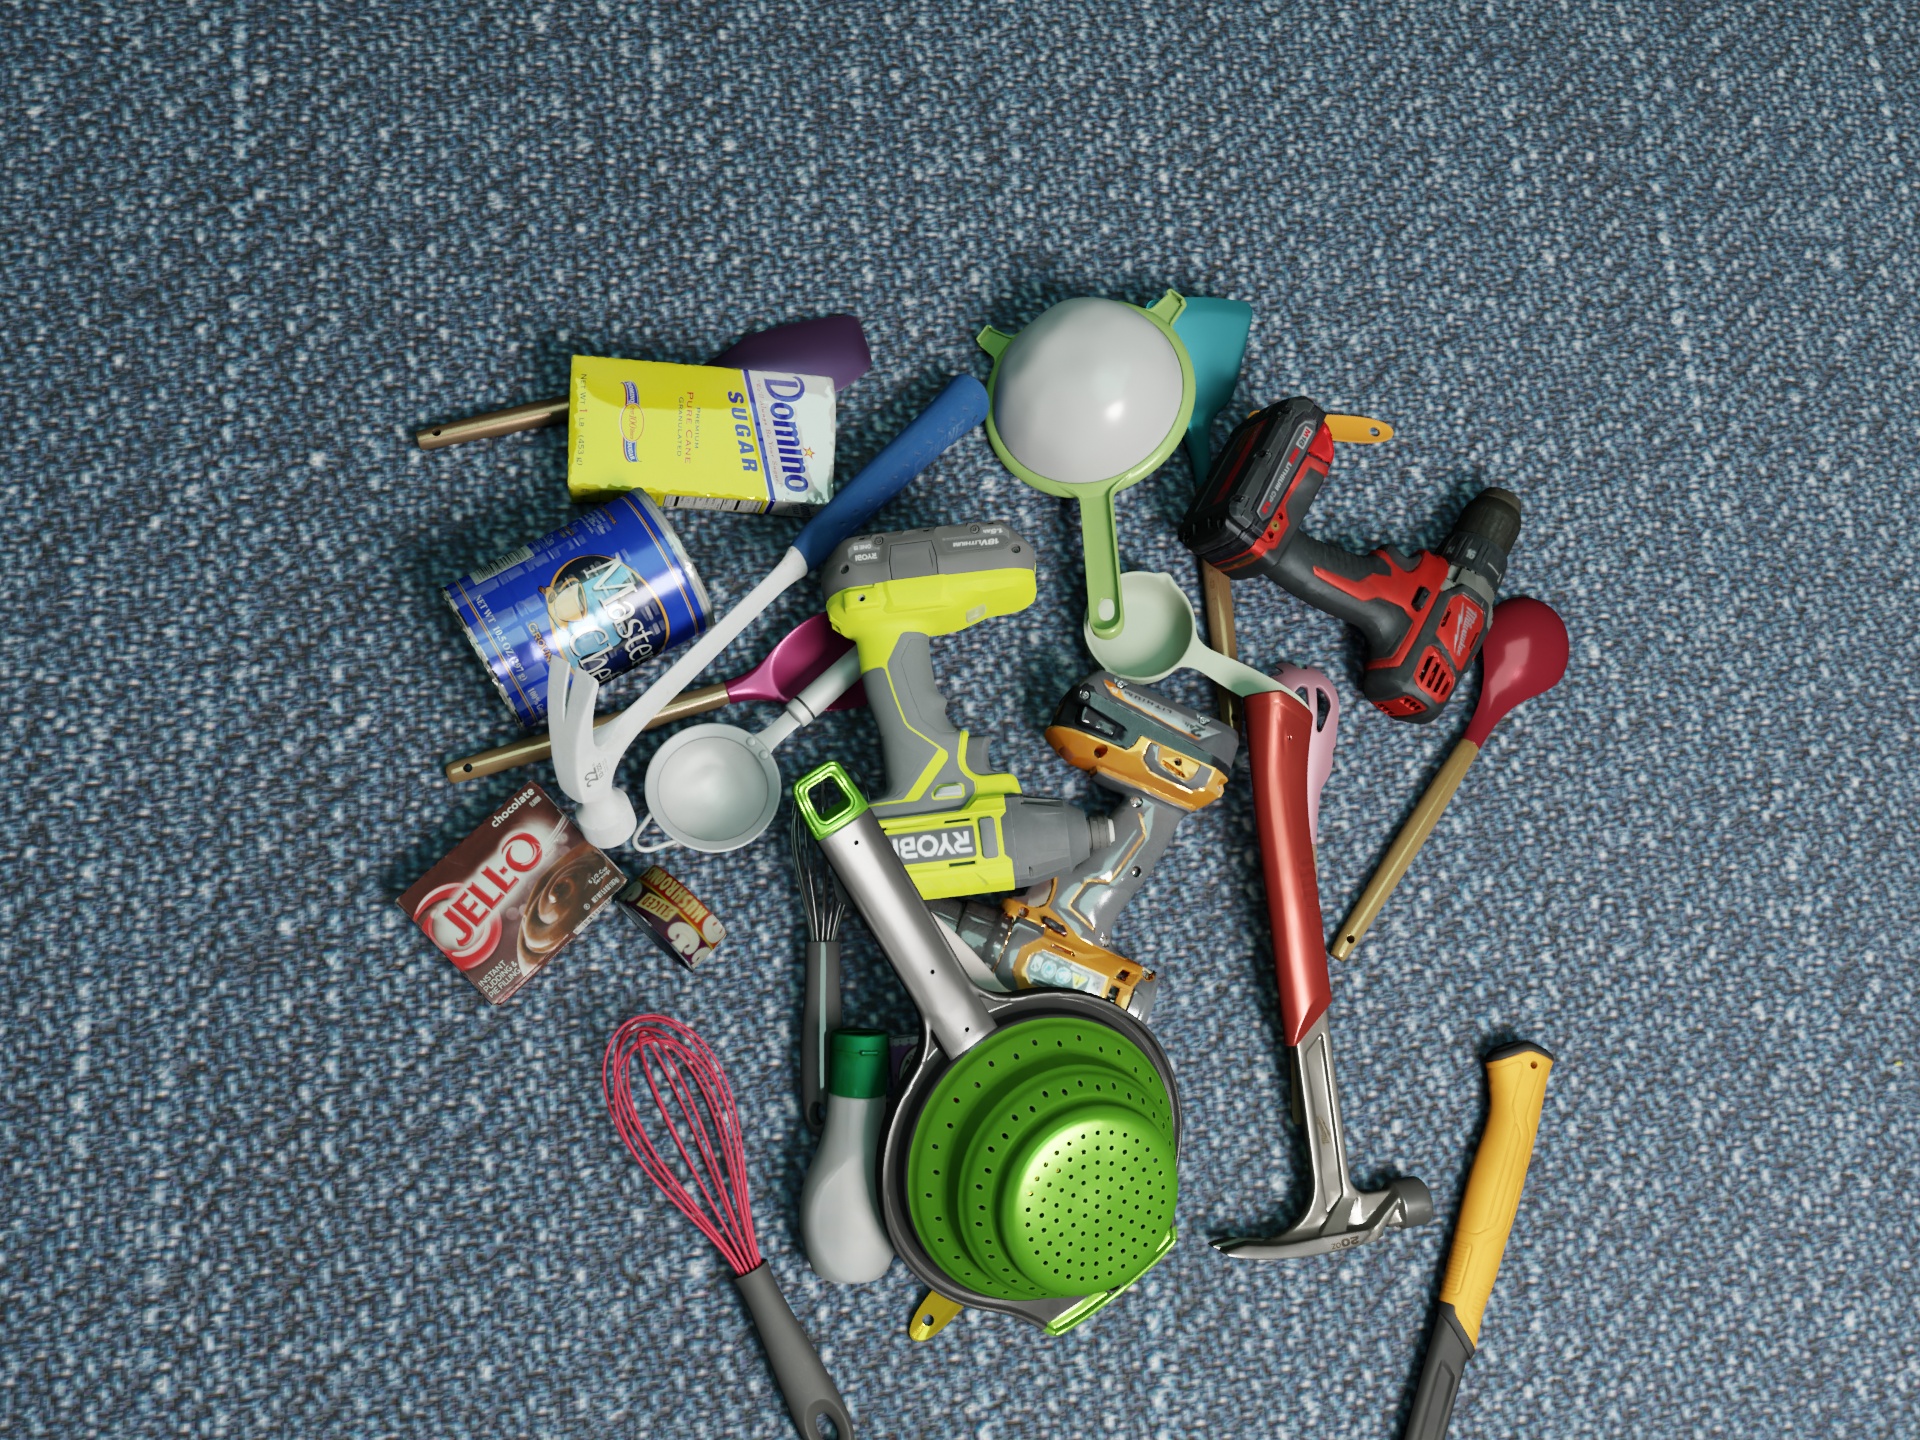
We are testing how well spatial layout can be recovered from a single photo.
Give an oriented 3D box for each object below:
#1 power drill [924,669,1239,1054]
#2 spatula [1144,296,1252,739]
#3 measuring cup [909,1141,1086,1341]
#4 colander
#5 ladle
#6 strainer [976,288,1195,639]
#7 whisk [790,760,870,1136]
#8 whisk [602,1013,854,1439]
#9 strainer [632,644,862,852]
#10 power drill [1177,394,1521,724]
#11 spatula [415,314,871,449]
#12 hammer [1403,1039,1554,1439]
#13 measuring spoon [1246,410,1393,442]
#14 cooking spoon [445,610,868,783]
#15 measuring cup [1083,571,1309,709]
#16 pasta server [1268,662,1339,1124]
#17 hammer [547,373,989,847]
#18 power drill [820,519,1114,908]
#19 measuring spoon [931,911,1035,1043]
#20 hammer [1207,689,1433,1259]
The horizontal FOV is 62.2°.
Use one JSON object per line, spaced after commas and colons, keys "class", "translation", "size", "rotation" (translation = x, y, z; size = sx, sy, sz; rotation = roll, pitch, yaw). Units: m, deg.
{"class": "power drill", "translation": [0.065, 0.083, 1.039], "size": [0.185, 0.084, 0.226], "rotation": [24, 79, -1]}
{"class": "spatula", "translation": [0.179, -0.143, 1.126], "size": [0.082, 0.044, 0.318], "rotation": [-2, 78, -13]}
{"class": "measuring cup", "translation": [0.020, 0.325, 1.004], "size": [0.062, 0.029, 0.156], "rotation": [41, 86, -2]}
{"class": "colander", "translation": [0.021, 0.198, 0.910], "size": [0.204, 0.094, 0.397], "rotation": [-33, 106, -15]}
{"class": "ladle", "translation": [0.344, 0.037, 1.120], "size": [0.069, 0.031, 0.315], "rotation": [36, 76, 0]}
{"class": "strainer", "translation": [0.085, -0.184, 1.077], "size": [0.151, 0.069, 0.256], "rotation": [-8, 72, 14]}
{"class": "whisk", "translation": [-0.085, 0.143, 1.017], "size": [0.055, 0.055, 0.239], "rotation": [2, 81, -9]}
{"class": "whisk", "translation": [-0.135, 0.314, 0.963], "size": [0.073, 0.073, 0.296], "rotation": [-25, 88, -14]}
{"class": "strainer", "translation": [-0.110, 0.001, 1.038], "size": [0.258, 0.050, 0.087], "rotation": [-42, 82, -13]}
{"class": "power drill", "translation": [0.285, -0.129, 1.109], "size": [0.226, 0.080, 0.188], "rotation": [35, 74, -14]}
{"class": "spatula", "translation": [-0.214, -0.226, 1.096], "size": [0.316, 0.018, 0.060], "rotation": [-15, 80, -13]}
{"class": "hammer", "translation": [0.335, 0.374, 1.032], "size": [0.127, 0.034, 0.337], "rotation": [21, 74, -3]}
{"class": "measuring spoon", "translation": [0.265, -0.215, 1.176], "size": [0.117, 0.011, 0.021], "rotation": [1, 76, -12]}
{"class": "cooking spoon", "translation": [-0.179, -0.011, 1.050], "size": [0.319, 0.017, 0.069], "rotation": [-17, 96, -12]}
{"class": "measuring cup", "translation": [0.161, -0.040, 1.094], "size": [0.167, 0.038, 0.083], "rotation": [28, 82, 3]}
{"class": "pasta server", "translation": [0.232, 0.112, 1.085], "size": [0.060, 0.040, 0.316], "rotation": [4, 80, -8]}
{"class": "hammer", "translation": [-0.111, -0.099, 1.017], "size": [0.035, 0.144, 0.405], "rotation": [29, 59, 22]}
{"class": "power drill", "translation": [-0.002, -0.003, 0.988], "size": [0.171, 0.080, 0.223], "rotation": [-7, 77, 0]}
{"class": "measuring spoon", "translation": [0.004, 0.156, 0.984], "size": [0.124, 0.018, 0.034], "rotation": [43, 111, 2]}
{"class": "hammer", "translation": [0.213, 0.160, 1.034], "size": [0.149, 0.037, 0.359], "rotation": [-5, 85, -15]}
